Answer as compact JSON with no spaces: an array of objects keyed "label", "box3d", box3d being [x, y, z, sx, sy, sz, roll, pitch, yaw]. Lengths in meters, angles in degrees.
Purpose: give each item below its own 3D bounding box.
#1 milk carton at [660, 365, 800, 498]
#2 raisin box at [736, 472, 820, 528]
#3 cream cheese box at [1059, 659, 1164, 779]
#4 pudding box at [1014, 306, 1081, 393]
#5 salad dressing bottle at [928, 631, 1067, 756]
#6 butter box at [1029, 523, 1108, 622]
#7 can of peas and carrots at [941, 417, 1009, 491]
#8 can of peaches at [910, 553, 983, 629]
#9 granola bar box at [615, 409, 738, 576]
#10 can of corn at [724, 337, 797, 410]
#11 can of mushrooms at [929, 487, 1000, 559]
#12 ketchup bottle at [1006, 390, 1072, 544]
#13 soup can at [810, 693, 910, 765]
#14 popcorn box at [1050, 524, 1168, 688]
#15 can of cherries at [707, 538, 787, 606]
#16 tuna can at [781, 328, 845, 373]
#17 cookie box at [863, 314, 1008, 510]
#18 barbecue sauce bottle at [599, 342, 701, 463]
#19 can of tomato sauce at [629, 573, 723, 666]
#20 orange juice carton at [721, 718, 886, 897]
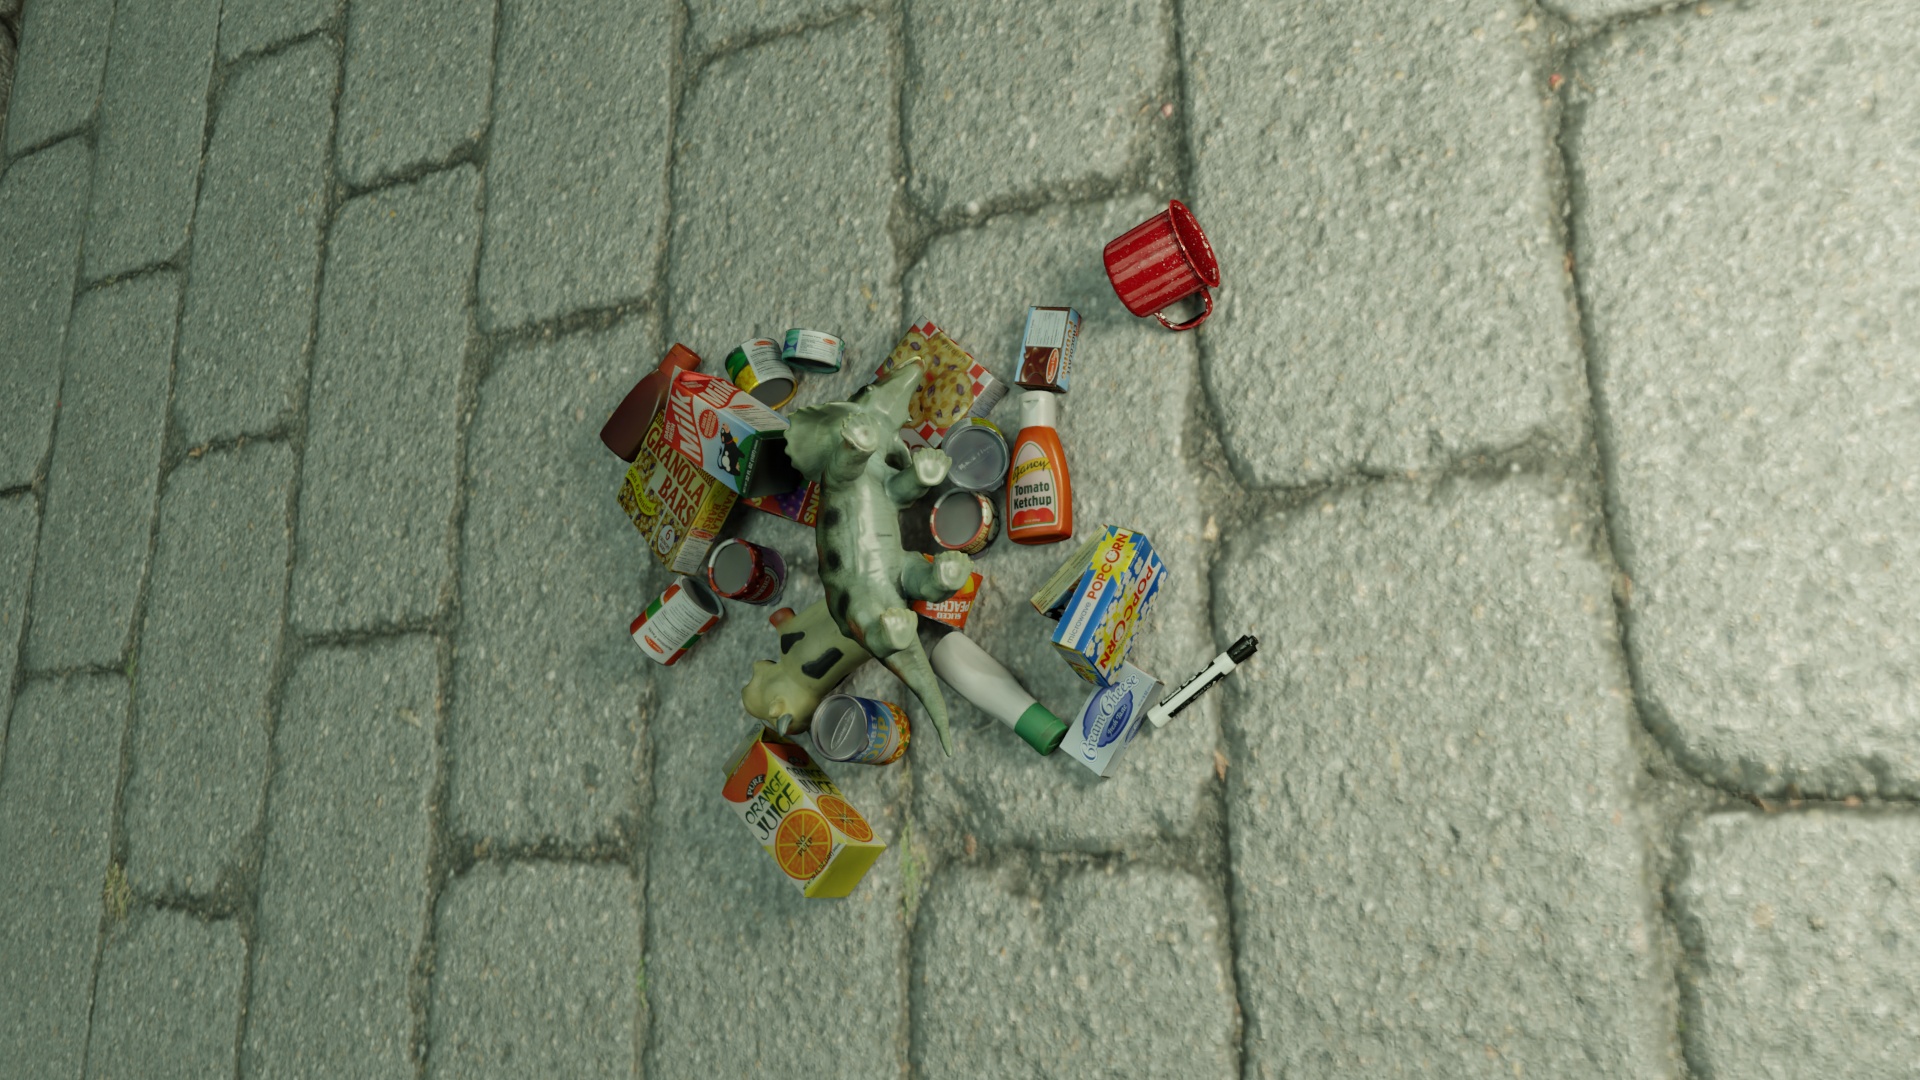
[{"label":"milk carton","box3d":[-0.257,-0.120,1.497,0.191,0.074,0.072,33,117,31]},{"label":"raisin box","box3d":[-0.200,-0.071,1.530,0.123,0.040,0.086,18,87,33]},{"label":"cream cheese box","box3d":[0.140,0.163,1.288,0.053,0.024,0.103,31,94,33]},{"label":"pudding box","box3d":[0.088,-0.193,1.401,0.049,0.030,0.084,7,82,30]},{"label":"salad dressing bottle","box3d":[0.036,0.147,1.332,0.148,0.064,0.044,38,109,23]},{"label":"butter box","box3d":[0.117,0.033,1.316,0.103,0.053,0.024,-47,58,11]},{"label":"can of peas and carrots","box3d":[0.016,-0.085,1.386,0.071,0.059,0.070,-1,104,-2]},{"label":"can of peaches","box3d":[-0.017,0.051,1.378,0.071,0.071,0.058,21,88,32]},{"label":"granola bar box","box3d":[-0.320,-0.056,1.565,0.166,0.039,0.124,44,109,43]},{"label":"can of corn","box3d":[-0.223,-0.183,1.556,0.071,0.071,0.058,-37,63,17]},{"label":"can of mushrooms","box3d":[0.005,-0.018,1.404,0.071,0.033,0.071,-7,74,27]},{"label":"ketchup bottle","box3d":[0.077,-0.072,1.370,0.064,0.043,0.149,-7,74,25]},{"label":"soup can","box3d":[-0.096,0.191,1.380,0.071,0.084,0.071,-7,75,28]},{"label":"popcorn box","box3d":[0.136,0.061,1.262,0.038,0.085,0.127,19,72,33]},{"label":"can of cherries","box3d":[-0.230,0.036,1.509,0.071,0.058,0.071,-8,74,28]},{"label":"tuna can","box3d":[-0.163,-0.208,1.528,0.071,0.071,0.033,6,82,31]},{"label":"cookie box","box3d":[-0.047,-0.134,1.459,0.167,0.040,0.123,-50,60,9]},{"label":"barbecue sauce bottle","box3d":[-0.364,-0.165,1.644,0.065,0.043,0.148,42,99,30]},{"label":"can of tomato sauce","box3d":[-0.314,0.087,1.542,0.083,0.071,0.071,-43,61,14]},{"label":"orange juice carton","box3d":[-0.171,0.269,1.410,0.193,0.073,0.071,43,101,31]}]
